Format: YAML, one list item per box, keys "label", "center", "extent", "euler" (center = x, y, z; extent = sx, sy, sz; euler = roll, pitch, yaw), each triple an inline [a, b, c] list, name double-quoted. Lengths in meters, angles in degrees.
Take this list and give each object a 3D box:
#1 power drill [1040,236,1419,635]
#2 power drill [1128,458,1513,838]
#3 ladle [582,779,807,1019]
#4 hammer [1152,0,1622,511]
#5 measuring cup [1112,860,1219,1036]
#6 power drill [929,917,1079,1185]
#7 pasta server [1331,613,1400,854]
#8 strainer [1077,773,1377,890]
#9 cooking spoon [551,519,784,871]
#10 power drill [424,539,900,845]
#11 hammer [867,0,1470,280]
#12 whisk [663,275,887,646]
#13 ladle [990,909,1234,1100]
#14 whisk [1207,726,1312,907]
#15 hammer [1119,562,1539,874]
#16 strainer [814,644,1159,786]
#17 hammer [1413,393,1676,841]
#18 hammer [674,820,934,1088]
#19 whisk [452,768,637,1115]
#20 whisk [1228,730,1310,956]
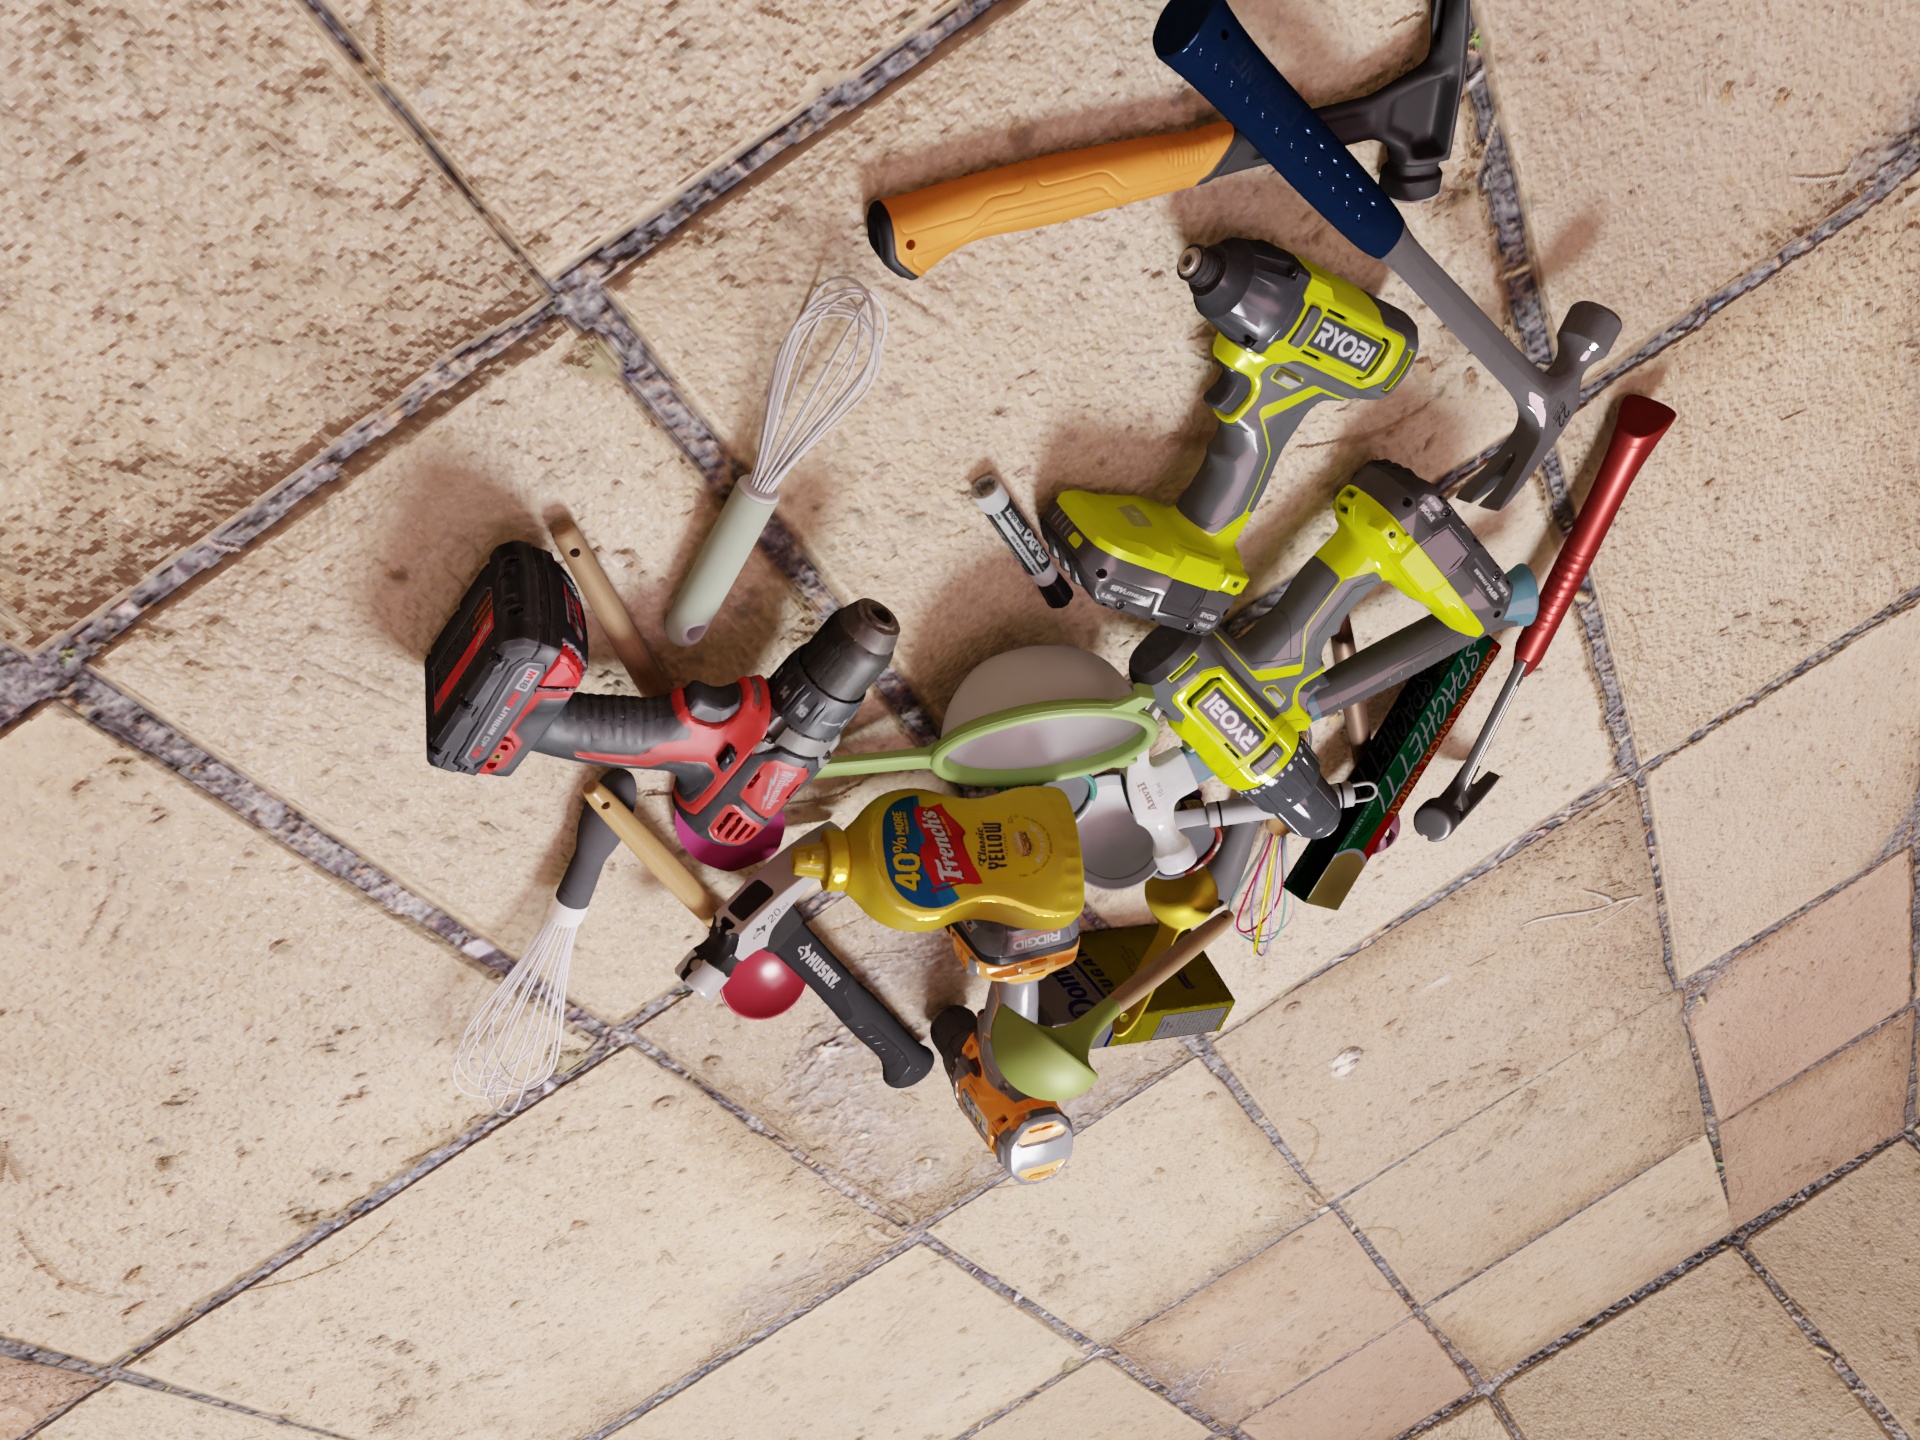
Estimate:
- label: "power drill"
  center: [0.150, -0.171, 0.947]
  extent: [0.171, 0.080, 0.223]
  euler: [12, 120, -36]
- label: "power drill"
  center: [0.251, -0.043, 1.071]
  extent: [0.228, 0.080, 0.190]
  euler: [-44, 112, 6]
- label: "ladle"
  center: [-0.175, 0.121, 1.059]
  extent: [0.069, 0.031, 0.315]
  euler: [-41, 145, -10]
- label: "hammer"
  center: [0.237, -0.253, 0.871]
  extent: [0.405, 0.035, 0.144]
  euler: [26, 93, -41]
- label: "measuring cup"
  center: [0.152, 0.174, 1.246]
  extent: [0.157, 0.062, 0.029]
  euler: [-60, 142, -24]
- label: "power drill"
  center: [0.023, 0.207, 1.198]
  extent: [0.084, 0.186, 0.226]
  euler: [-11, 116, -20]
- label: "pasta server"
  center: [0.309, 0.010, 1.246]
  extent: [0.060, 0.040, 0.315]
  euler: [-27, 134, -3]
- label: "strainer"
  center: [0.180, 0.072, 1.181]
  extent: [0.258, 0.087, 0.050]
  euler: [-9, 180, 4]
- label: "cooking spoon"
  center: [-0.177, -0.003, 0.968]
  extent: [0.069, 0.017, 0.318]
  euler: [-22, 138, -2]
- label: "power drill"
  center: [-0.161, -0.021, 0.885]
  extent: [0.226, 0.080, 0.188]
  euler: [19, 128, -35]
- label: "hammer"
  center: [0.112, -0.298, 0.829]
  extent: [0.337, 0.034, 0.127]
  euler: [-18, 138, -13]
- label: "whisk"
  center: [-0.107, -0.132, 0.863]
  extent: [0.057, 0.059, 0.246]
  euler: [-7, 141, -47]
- label: "ladle"
  center: [0.125, 0.184, 1.128]
  extent: [0.320, 0.078, 0.062]
  euler: [-23, 140, -52]
- label: "whisk"
  center: [0.223, 0.072, 1.245]
  extent: [0.055, 0.055, 0.238]
  euler: [-12, 139, -19]
- label: "hammer"
  center: [0.264, -0.019, 1.136]
  extent: [0.331, 0.033, 0.128]
  euler: [-27, 106, -1]
- label: "strainer"
  center: [-0.002, -0.003, 1.041]
  extent: [0.256, 0.069, 0.151]
  euler: [-6, 162, 0]
- label: "hammer"
  center: [0.444, -0.075, 1.206]
  extent: [0.149, 0.037, 0.358]
  euler: [-29, 143, -51]
- label: "hammer"
  center: [-0.084, 0.198, 1.181]
  extent: [0.146, 0.035, 0.334]
  euler: [-48, 145, -12]
- label: "whisk"
  center: [-0.265, 0.147, 1.038]
  extent: [0.070, 0.070, 0.284]
  euler: [9, 121, -35]
- label: "whisk"
  center: [0.256, 0.100, 1.297]
  extent: [0.047, 0.051, 0.244]
  euler: [-30, 139, -32]
